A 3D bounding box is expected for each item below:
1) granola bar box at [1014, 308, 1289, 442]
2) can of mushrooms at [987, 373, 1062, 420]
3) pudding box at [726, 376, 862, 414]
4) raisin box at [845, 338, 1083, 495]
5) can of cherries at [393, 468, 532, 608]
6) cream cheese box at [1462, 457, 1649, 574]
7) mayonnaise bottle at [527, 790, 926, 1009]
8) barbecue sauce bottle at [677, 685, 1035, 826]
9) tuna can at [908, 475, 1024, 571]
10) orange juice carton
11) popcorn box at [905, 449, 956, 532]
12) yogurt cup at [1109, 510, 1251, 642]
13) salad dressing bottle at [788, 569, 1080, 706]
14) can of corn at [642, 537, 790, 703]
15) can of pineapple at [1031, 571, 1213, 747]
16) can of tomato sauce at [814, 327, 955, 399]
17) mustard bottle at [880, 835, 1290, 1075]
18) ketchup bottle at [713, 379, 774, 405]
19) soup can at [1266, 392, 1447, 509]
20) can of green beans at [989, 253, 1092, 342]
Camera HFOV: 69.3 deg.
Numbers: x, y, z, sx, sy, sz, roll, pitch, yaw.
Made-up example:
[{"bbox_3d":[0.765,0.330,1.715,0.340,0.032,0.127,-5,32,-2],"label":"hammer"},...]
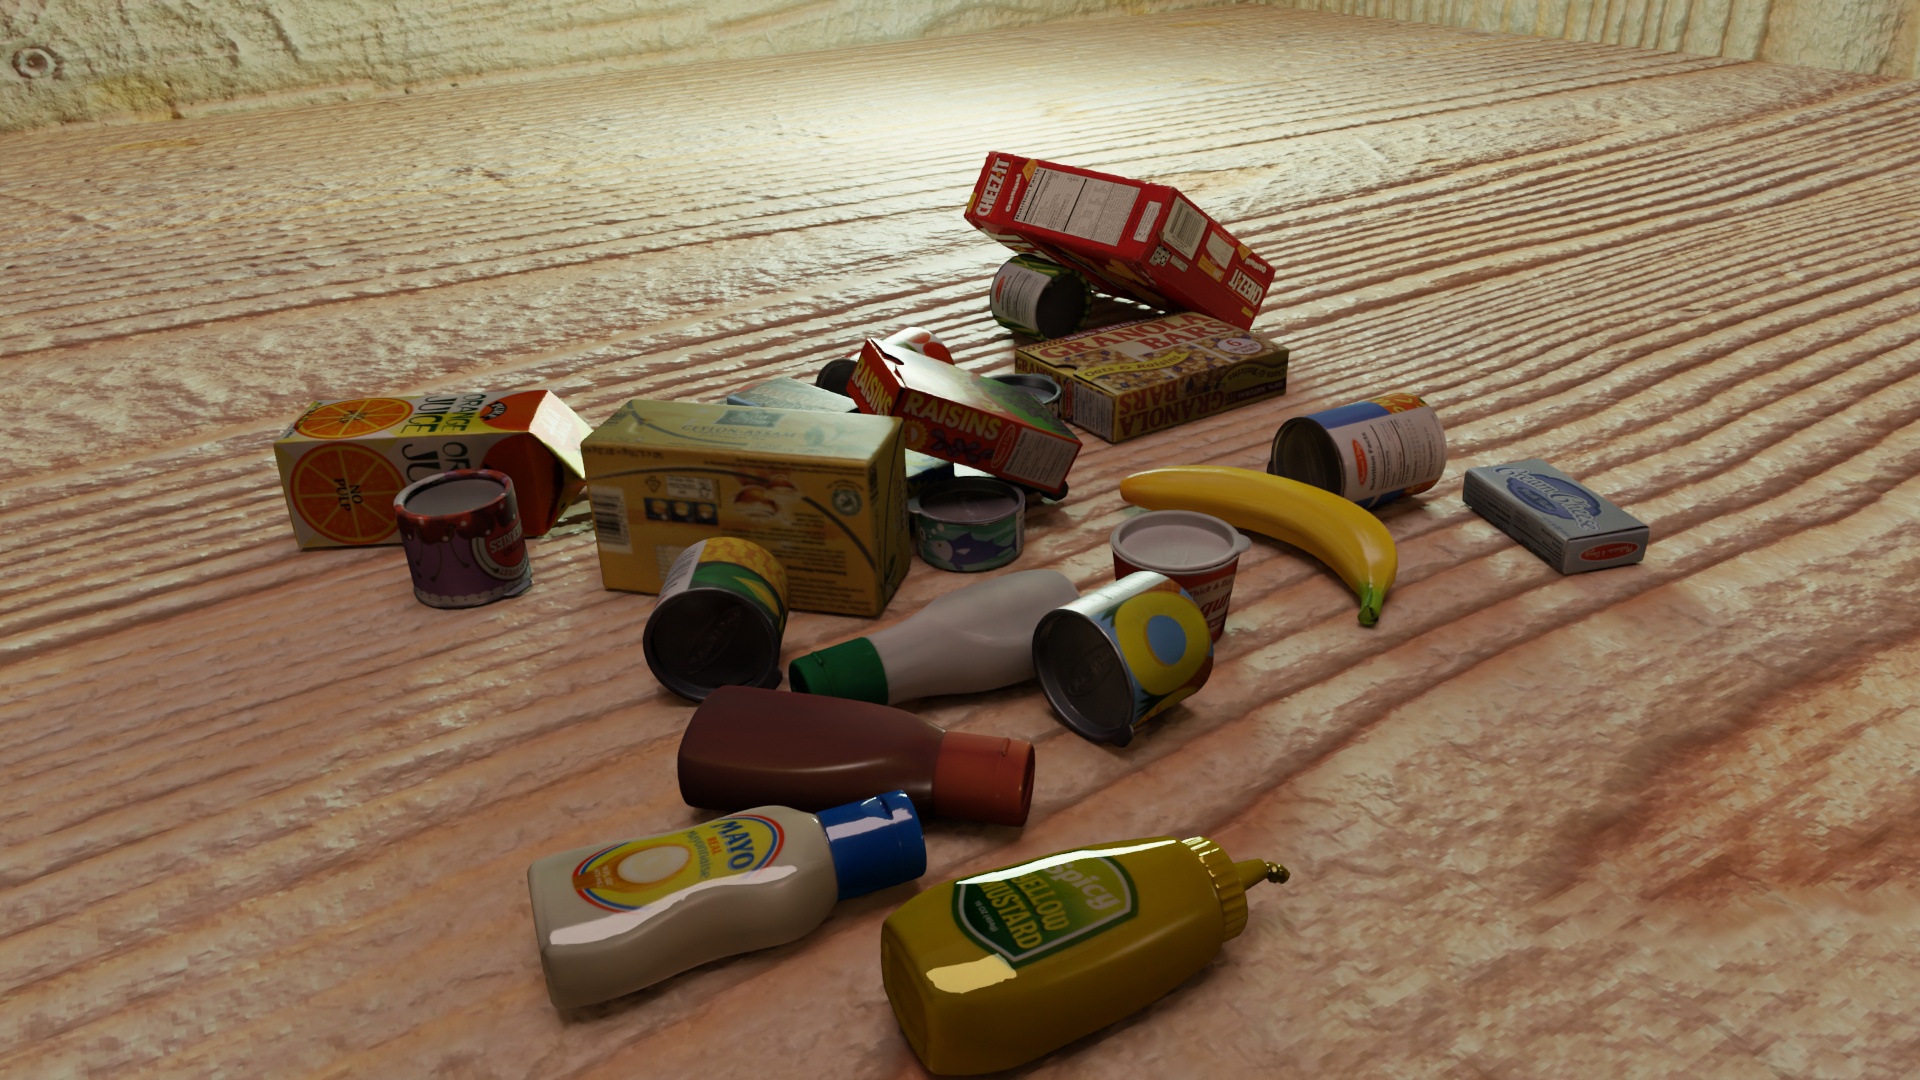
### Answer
[{"bbox_3d":[0.142,-0.128,1.038,0.166,0.039,0.124,-17,31,-28],"label":"granola bar box"},{"bbox_3d":[0.040,-0.092,0.981,0.071,0.033,0.071,-2,27,1],"label":"can of mushrooms"},{"bbox_3d":[-0.102,-0.075,0.873,0.084,0.030,0.050,22,37,40],"label":"pudding box"},{"bbox_3d":[0.001,-0.076,0.842,0.123,0.040,0.086,15,21,-26],"label":"raisin box"},{"bbox_3d":[-0.282,-0.002,0.796,0.071,0.058,0.072,-2,27,1],"label":"can of cherries"},{"bbox_3d":[0.349,-0.017,0.823,0.053,0.024,0.104,-8,28,-12],"label":"cream cheese box"},{"bbox_3d":[-0.088,0.132,0.539,0.148,0.041,0.065,-12,27,-18],"label":"mayonnaise bottle"},{"bbox_3d":[-0.043,0.097,0.605,0.148,0.043,0.065,5,27,12],"label":"barbecue sauce bottle"},{"bbox_3d":[0.003,-0.010,0.823,0.071,0.032,0.071,-1,27,1],"label":"tuna can"},{"bbox_3d":[-0.314,-0.047,0.870,0.193,0.072,0.072,-3,26,-3],"label":"orange juice carton"},{"bbox_3d":[-0.073,-0.041,0.881,0.085,0.038,0.127,-20,32,-32],"label":"popcorn box"},{"bbox_3d":[0.112,0.022,0.730,0.072,0.053,0.073,-1,27,1],"label":"yogurt cup"},{"bbox_3d":[-0.010,0.055,0.686,0.148,0.043,0.064,-16,32,-23],"label":"salad dressing bottle"},{"bbox_3d":[-0.118,0.041,0.697,0.071,0.070,0.058,-1,26,1],"label":"can of corn"},{"bbox_3d":[0.077,0.056,0.657,0.058,0.070,0.071,-22,33,-35],"label":"can of pineapple"},{"bbox_3d":[-0.050,-0.109,0.983,0.071,0.071,0.083,15,31,29],"label":"can of tomato sauce"},{"bbox_3d":[0.052,0.140,0.507,0.161,0.048,0.065,-14,31,-22],"label":"mustard bottle"},{"bbox_3d":[-0.162,-0.063,0.926,0.065,0.043,0.149,9,29,27],"label":"ketchup bottle"},{"bbox_3d":[0.243,-0.052,0.855,0.084,0.071,0.071,-14,29,-25],"label":"soup can"},{"bbox_3d":[0.067,-0.201,1.156,0.071,0.071,0.058,-20,32,-31],"label":"can of green beans"}]
